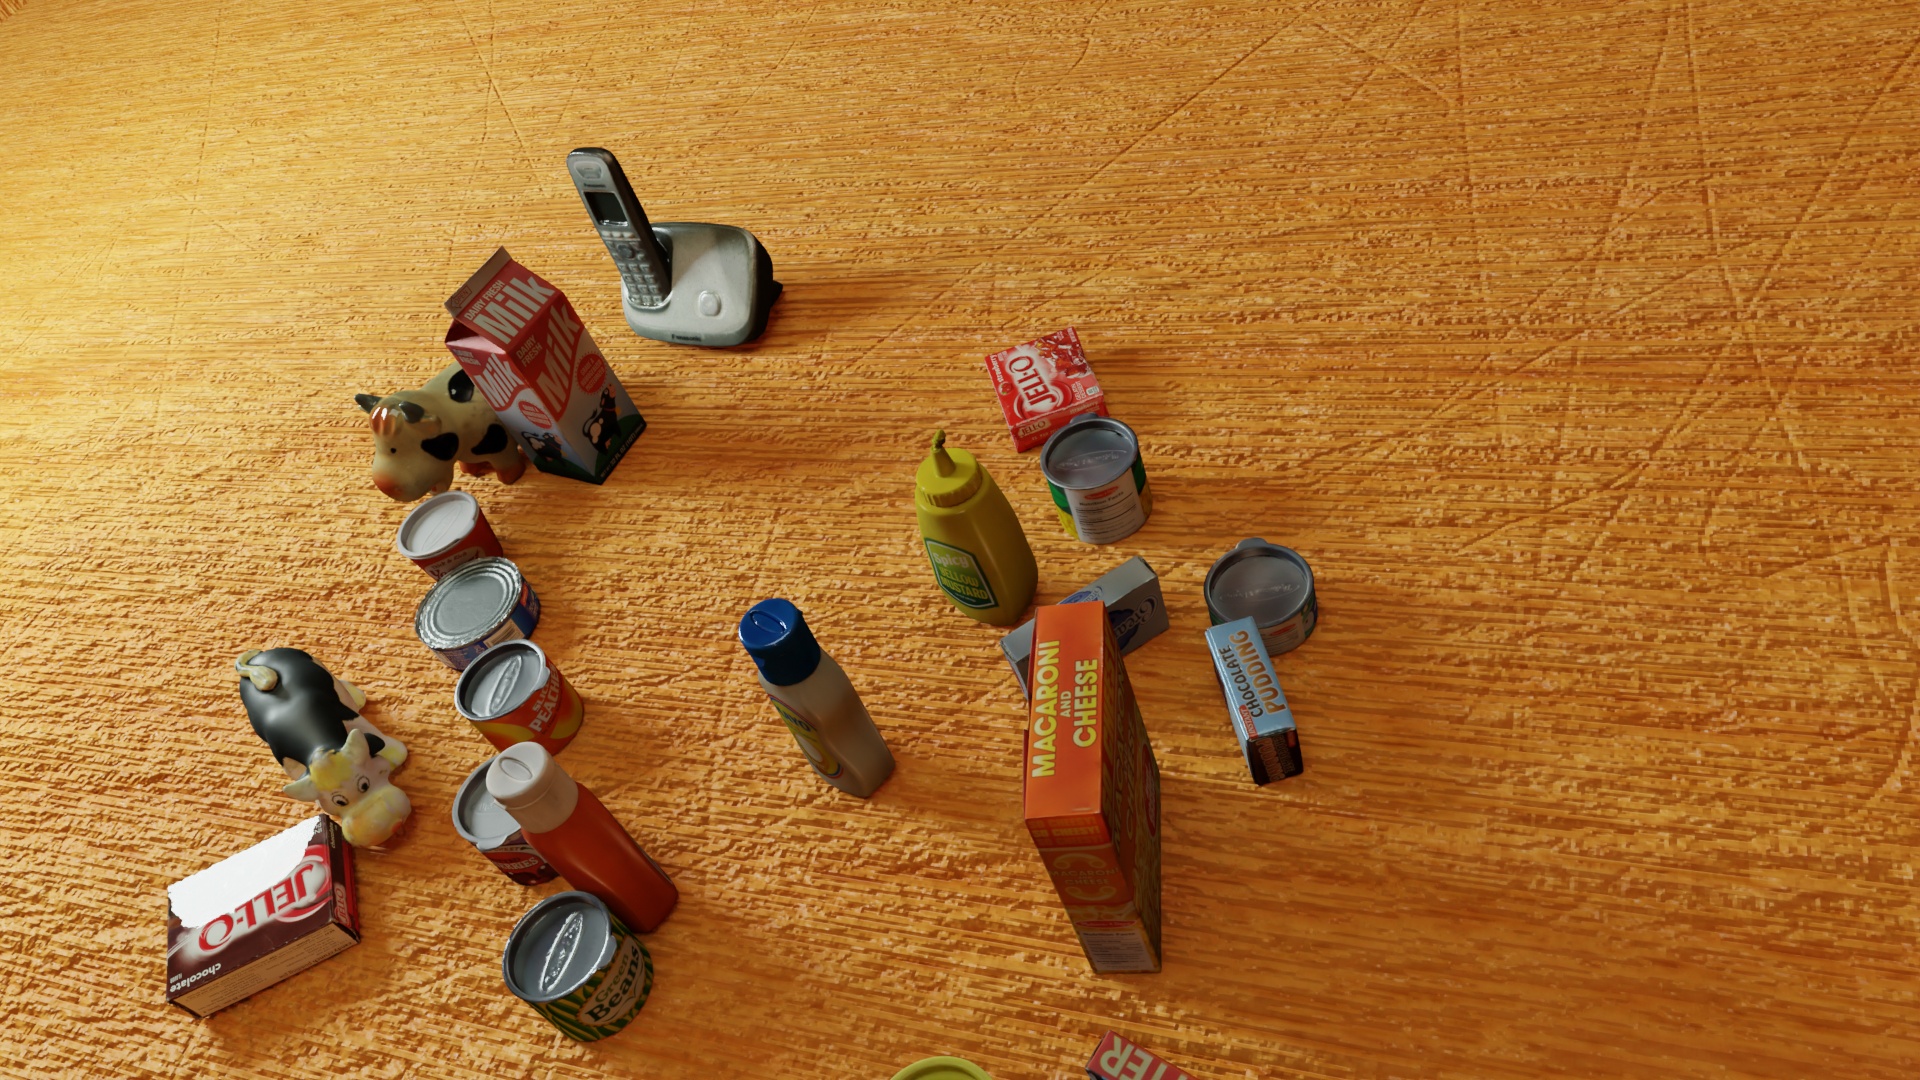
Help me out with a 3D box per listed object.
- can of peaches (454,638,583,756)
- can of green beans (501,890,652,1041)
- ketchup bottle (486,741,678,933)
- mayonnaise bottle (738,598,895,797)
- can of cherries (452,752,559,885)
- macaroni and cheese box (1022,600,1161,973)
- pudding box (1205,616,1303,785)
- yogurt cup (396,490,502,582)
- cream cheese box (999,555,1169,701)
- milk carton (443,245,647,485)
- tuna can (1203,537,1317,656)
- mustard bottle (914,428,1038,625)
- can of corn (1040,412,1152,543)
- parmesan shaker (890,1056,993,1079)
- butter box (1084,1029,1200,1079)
[{"bbox_3d":[-0.297,0.111,0.945,0.071,0.057,0.071,-11,47,12],"label":"can of peaches"},{"bbox_3d":[-0.217,0.244,0.794,0.071,0.057,0.071,-11,47,12],"label":"can of green beans"},{"bbox_3d":[-0.219,0.171,0.797,0.065,0.148,0.044,19,59,33],"label":"ketchup bottle"},{"bbox_3d":[-0.087,0.093,0.820,0.065,0.147,0.041,25,62,36],"label":"mayonnaise bottle"},{"bbox_3d":[-0.276,0.177,0.876,0.071,0.058,0.072,-11,47,12],"label":"can of cherries"},{"bbox_3d":[0.071,0.130,0.714,0.040,0.165,0.124,-7,47,15],"label":"macaroni and cheese box"},{"bbox_3d":[0.168,0.091,0.794,0.030,0.049,0.084,-18,46,5],"label":"pudding box"},{"bbox_3d":[-0.395,0.003,1.083,0.072,0.053,0.073,-11,47,12],"label":"yogurt cup"},{"bbox_3d":[0.078,0.057,0.856,0.104,0.053,0.024,-31,46,-8],"label":"cream cheese box"},{"bbox_3d":[-0.332,-0.136,1.091,0.073,0.189,0.073,12,55,29],"label":"milk carton"},{"bbox_3d":[0.184,0.035,0.851,0.071,0.032,0.071,-11,47,12],"label":"tuna can"},{"bbox_3d":[0.003,-0.011,0.872,0.065,0.159,0.049,16,57,32],"label":"mustard bottle"},{"bbox_3d":[0.092,-0.042,0.937,0.071,0.058,0.071,-11,47,12],"label":"can of corn"},{"bbox_3d":[0.000,0.290,0.638,0.071,0.102,0.072,-11,47,12],"label":"parmesan shaker"},{"bbox_3d":[0.111,0.271,0.649,0.103,0.053,0.024,20,59,34],"label":"butter box"}]
